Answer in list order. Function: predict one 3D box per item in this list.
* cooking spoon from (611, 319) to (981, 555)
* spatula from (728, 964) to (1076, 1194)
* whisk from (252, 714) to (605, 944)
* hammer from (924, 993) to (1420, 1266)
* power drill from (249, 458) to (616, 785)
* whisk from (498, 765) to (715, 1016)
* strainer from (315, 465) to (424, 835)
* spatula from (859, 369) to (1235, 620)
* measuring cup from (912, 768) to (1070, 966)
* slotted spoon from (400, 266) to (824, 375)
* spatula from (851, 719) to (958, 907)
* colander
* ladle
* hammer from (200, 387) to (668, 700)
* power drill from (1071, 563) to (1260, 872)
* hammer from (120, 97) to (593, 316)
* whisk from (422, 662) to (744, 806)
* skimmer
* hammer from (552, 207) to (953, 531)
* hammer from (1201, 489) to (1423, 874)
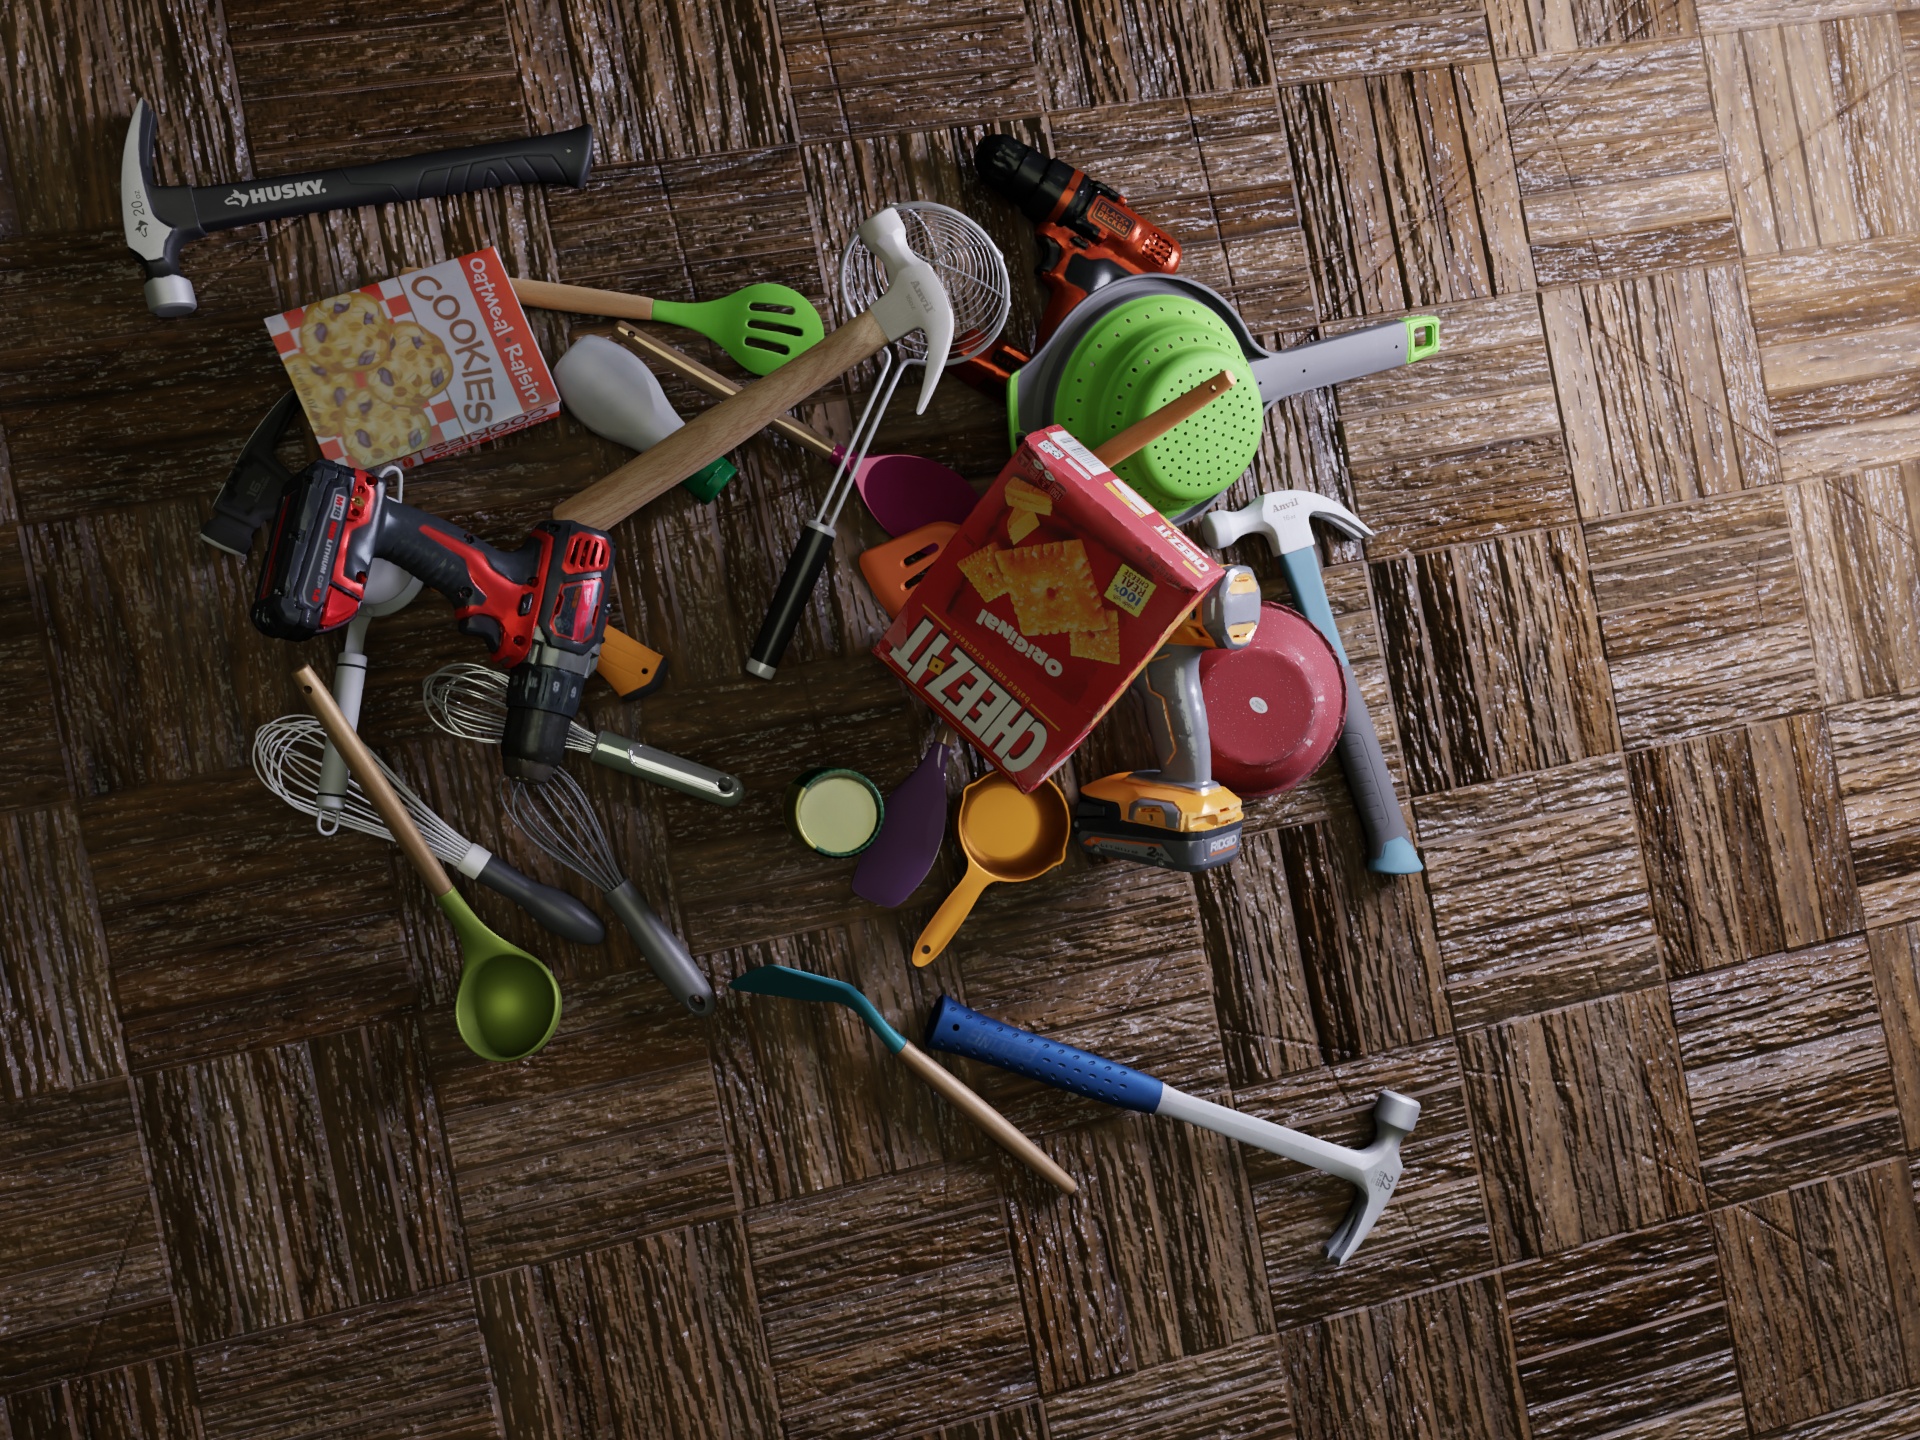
[{"bbox_3d":[-0.121,-0.218,1.215,0.318,0.017,0.069,29,92,-13],"label":"cooking spoon"},{"bbox_3d":[-0.033,0.274,1.214,0.317,0.082,0.044,41,54,-12],"label":"spatula"},{"bbox_3d":[-0.379,0.084,1.149,0.284,0.070,0.070,34,83,-13],"label":"whisk"},{"bbox_3d":[0.163,0.307,1.256,0.405,0.035,0.144,21,85,-10],"label":"hammer"},{"bbox_3d":[-0.352,-0.066,1.081,0.226,0.080,0.188,16,79,-33],"label":"power drill"},{"bbox_3d":[-0.257,0.126,1.176,0.055,0.055,0.239,-37,100,-10],"label":"whisk"},{"bbox_3d":[-0.423,-0.049,1.103,0.086,0.050,0.258,14,78,-45],"label":"strainer"},{"bbox_3d":[0.064,-0.166,1.169,0.322,0.041,0.081,-29,98,32],"label":"spatula"},{"bbox_3d":[0.012,0.113,1.225,0.095,0.052,0.173,36,84,-8],"label":"measuring cup"},{"bbox_3d":[-0.258,-0.310,1.195,0.313,0.031,0.070,6,94,-9],"label":"slotted spoon"},{"bbox_3d":[-0.002,-0.004,1.236,0.060,0.018,0.316,19,81,26],"label":"spatula"},{"bbox_3d":[0.232,-0.253,1.227,0.397,0.095,0.204,-18,116,-19],"label":"colander"},{"bbox_3d":[-0.373,0.103,1.101,0.078,0.062,0.320,-24,114,2],"label":"ladle"},{"bbox_3d":[-0.368,-0.112,1.165,0.336,0.034,0.127,27,85,-9],"label":"hammer"},{"bbox_3d":[0.133,-0.012,1.210,0.084,0.185,0.226,-10,105,-48],"label":"power drill"},{"bbox_3d":[-0.433,-0.396,1.159,0.334,0.035,0.146,-13,92,-11],"label":"hammer"},{"bbox_3d":[-0.276,0.015,1.175,0.246,0.059,0.058,20,57,-14],"label":"whisk"},{"bbox_3d":[-0.079,-0.198,1.169,0.127,0.090,0.363,24,94,-5],"label":"skimmer"},{"bbox_3d":[-0.151,-0.220,1.142,0.331,0.031,0.130,-30,97,12],"label":"hammer"},{"bbox_3d":[0.306,-0.028,1.293,0.128,0.033,0.331,-19,92,-10],"label":"hammer"}]
